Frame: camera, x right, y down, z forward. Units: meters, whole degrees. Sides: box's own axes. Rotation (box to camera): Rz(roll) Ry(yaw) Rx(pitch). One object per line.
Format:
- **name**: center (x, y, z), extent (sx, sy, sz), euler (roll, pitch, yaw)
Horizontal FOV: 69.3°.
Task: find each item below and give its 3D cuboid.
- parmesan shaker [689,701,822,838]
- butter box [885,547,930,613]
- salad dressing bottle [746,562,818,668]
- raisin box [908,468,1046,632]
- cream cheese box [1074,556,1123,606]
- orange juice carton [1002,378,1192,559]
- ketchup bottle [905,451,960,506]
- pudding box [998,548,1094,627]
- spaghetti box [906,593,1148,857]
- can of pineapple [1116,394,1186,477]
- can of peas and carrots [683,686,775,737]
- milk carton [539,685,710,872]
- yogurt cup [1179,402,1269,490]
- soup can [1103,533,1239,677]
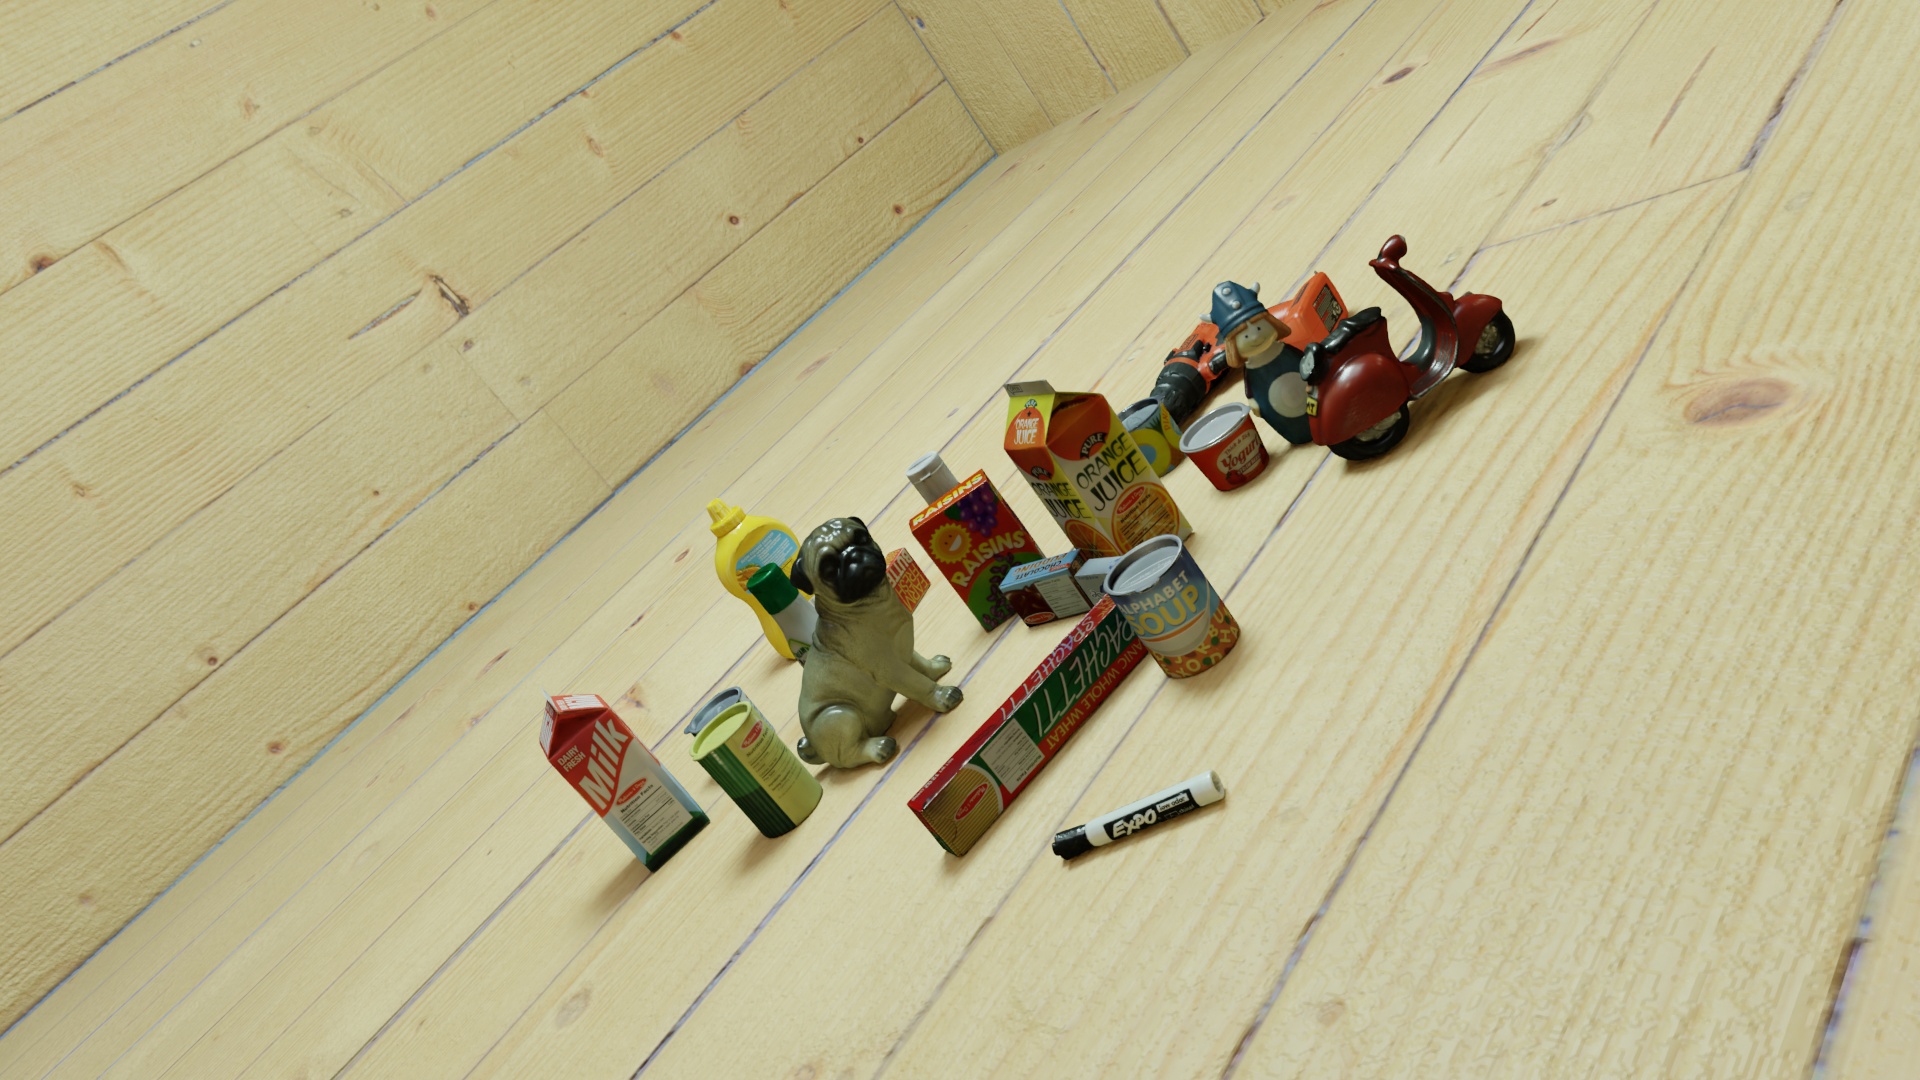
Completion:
- **parmesan shaker**: center (-0.177, 0.201, 1.199), extent (0.071, 0.103, 0.071), euler (-32, 19, 13)
- **butter box**: center (-0.071, 0.058, 1.431), extent (0.024, 0.053, 0.104), euler (-23, 23, 37)
- **salad dressing bottle**: center (-0.150, 0.087, 1.350), extent (0.064, 0.147, 0.044), euler (-15, 28, 48)
- **raisin box**: center (0.022, 0.009, 1.271), extent (0.086, 0.123, 0.040), euler (-35, 18, 6)
- **cream cheese box**: center (0.142, 0.038, 1.099), extent (0.024, 0.053, 0.103), euler (-47, 21, -28)
- **orange juice carton**: center (0.106, -0.059, 1.176), extent (0.073, 0.192, 0.072), euler (-43, 19, -19)
- **ketchup bottle**: center (0.005, -0.017, 1.324), extent (0.064, 0.148, 0.044), euler (-32, 19, 13)
- **pudding box**: center (0.080, 0.042, 1.206), extent (0.083, 0.049, 0.030), euler (-19, 26, 43)
- **spaghetti box**: center (0.063, 0.127, 1.033), extent (0.251, 0.050, 0.028), euler (-44, 20, -22)
- **can of pineapple**: center (0.182, -0.098, 1.347), extent (0.071, 0.057, 0.071), euler (-32, 19, 13)
- **can of peas and carrots**: center (-0.230, 0.190, 1.385), extent (0.071, 0.058, 0.071), euler (-32, 19, 13)
- **milk carton**: center (-0.327, 0.212, 1.300), extent (0.073, 0.190, 0.072), euler (-42, 19, -15)
- **yogurt cup**: center (0.234, -0.080, 1.219), extent (0.072, 0.054, 0.073), euler (-32, 19, 13)
- **soup can**: center (0.153, 0.049, 1.005), extent (0.071, 0.083, 0.071), euler (-32, 19, 13)
